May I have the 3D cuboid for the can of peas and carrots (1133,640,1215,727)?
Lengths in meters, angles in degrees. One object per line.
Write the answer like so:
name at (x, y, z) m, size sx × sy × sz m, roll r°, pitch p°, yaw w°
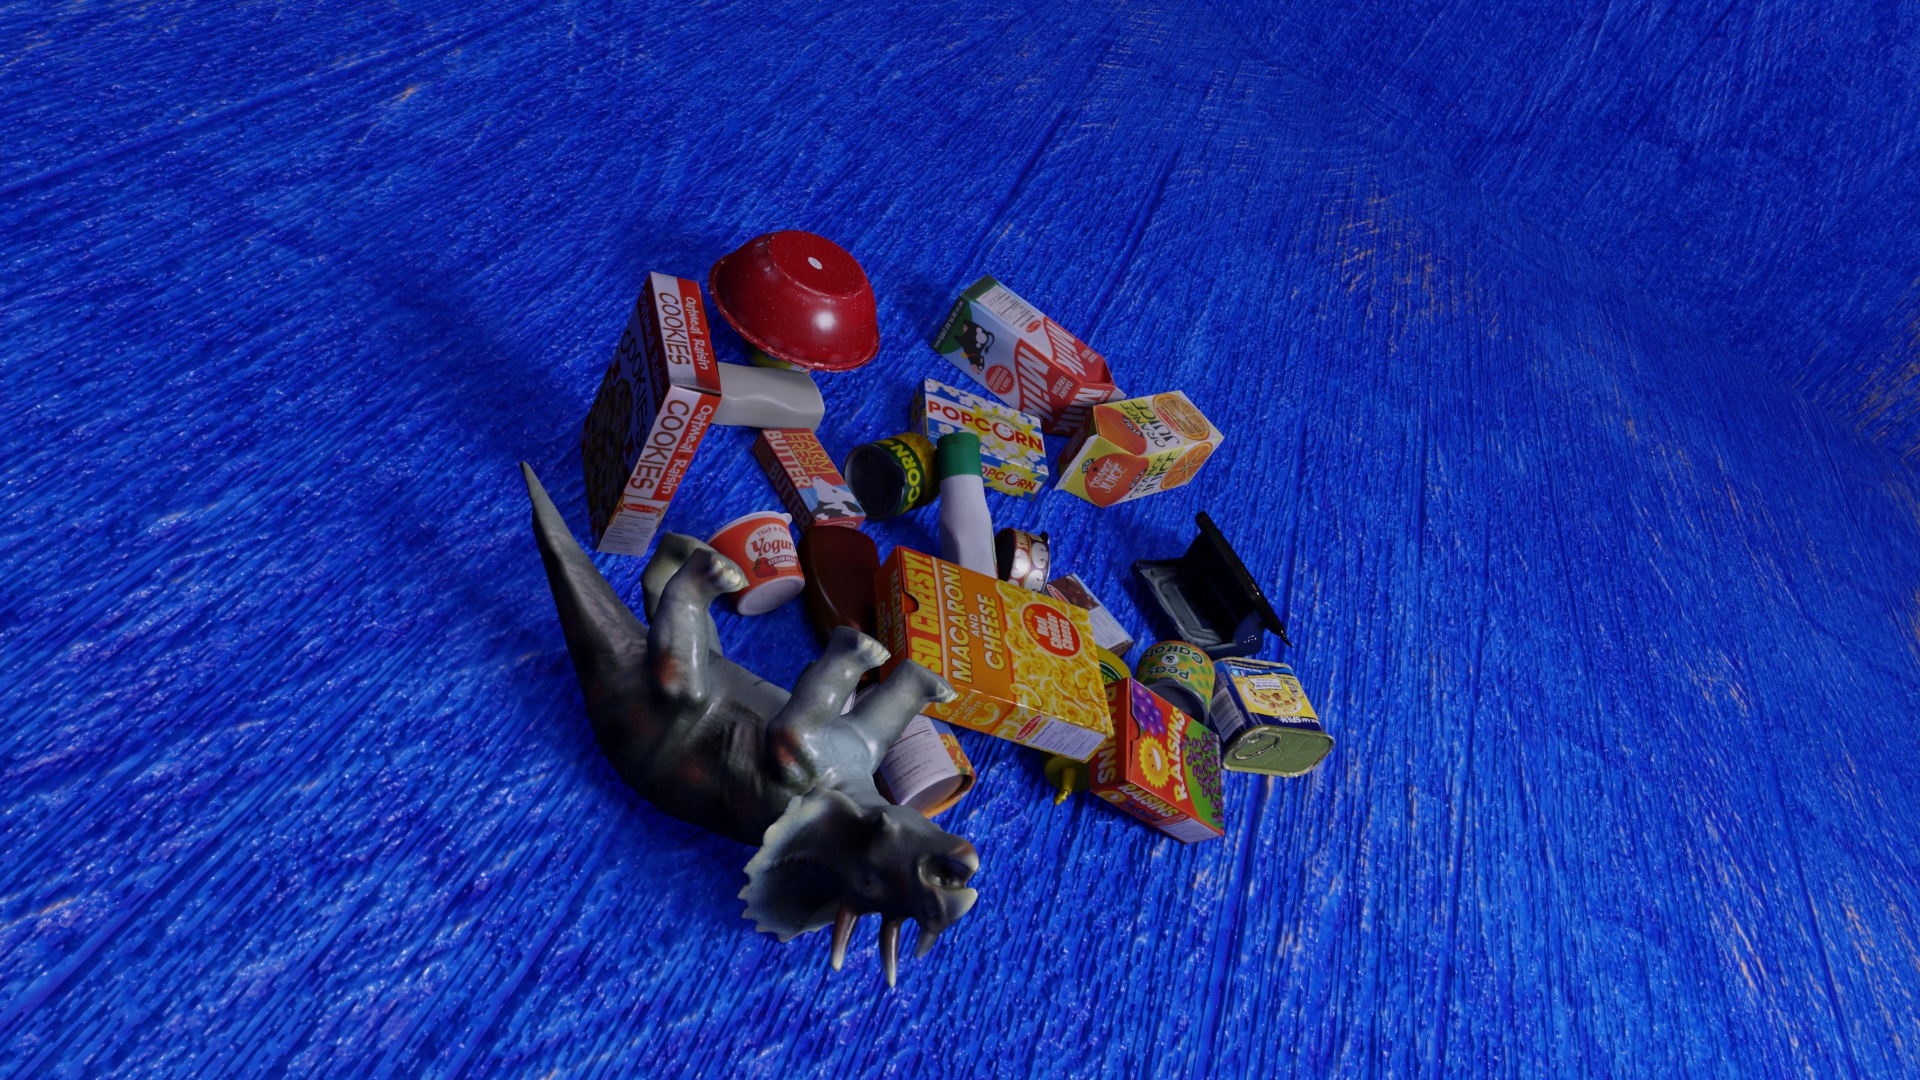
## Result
can of peas and carrots at (0.173, 0.123, 1.139) m, size 0.071 × 0.070 × 0.059 m, roll 31°, pitch 36°, yaw -4°

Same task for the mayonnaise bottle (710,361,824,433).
mayonnaise bottle at (-0.191, -0.122, 1.165) m, size 0.148 × 0.041 × 0.065 m, roll 3°, pitch 41°, yaw -33°

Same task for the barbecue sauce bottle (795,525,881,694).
barbecue sauce bottle at (-0.084, 0.056, 1.043) m, size 0.065 × 0.043 × 0.149 m, roll 11°, pitch 43°, yaw -27°

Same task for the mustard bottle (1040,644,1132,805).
mustard bottle at (0.093, 0.146, 1.070) m, size 0.065 × 0.048 × 0.161 m, roll 31°, pitch 36°, yaw -7°

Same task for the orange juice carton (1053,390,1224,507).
orange juice carton at (0.168, -0.090, 1.372) m, size 0.193 × 0.071 × 0.073 m, roll -15°, pitch 58°, yaw -46°

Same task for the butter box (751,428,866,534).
butter box at (-0.126, -0.049, 1.145) m, size 0.053 × 0.024 × 0.104 m, roll -7°, pitch 53°, yaw -42°

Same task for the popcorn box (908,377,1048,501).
popcorn box at (0.016, -0.094, 1.290) m, size 0.127 × 0.038 × 0.085 m, roll 18°, pitch 39°, yaw -20°

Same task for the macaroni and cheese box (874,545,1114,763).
macaroni and cheese box at (0.023, 0.080, 0.993) m, size 0.166 × 0.040 × 0.124 m, roll 20°, pitch 38°, yaw -24°

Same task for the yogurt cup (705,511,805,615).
yogurt cup at (-0.149, 0.019, 1.020) m, size 0.072 × 0.072 × 0.054 m, roll -8°, pitch 61°, yaw -42°

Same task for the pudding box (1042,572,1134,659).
pudding box at (0.102, 0.070, 1.178) m, size 0.050 × 0.030 × 0.084 m, roll -19°, pitch 61°, yaw -46°

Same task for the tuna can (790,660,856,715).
tuna can at (-0.099, 0.117, 0.947) m, size 0.033 × 0.070 × 0.071 m, roll 23°, pitch 38°, yaw -14°

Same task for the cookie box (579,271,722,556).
cookie box at (-0.224, -0.089, 0.996) m, size 0.040 × 0.166 × 0.123 m, roll 9°, pitch 43°, yaw -31°

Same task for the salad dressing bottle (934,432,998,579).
salad dressing bottle at (0.004, -0.014, 1.137) m, size 0.044 × 0.064 × 0.148 m, roll -3°, pitch 75°, yaw -10°

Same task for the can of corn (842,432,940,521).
can of corn at (-0.054, -0.055, 1.167) m, size 0.071 × 0.070 × 0.058 m, roll 47°, pitch 38°, yaw 17°

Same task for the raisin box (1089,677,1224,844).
raisin box at (0.149, 0.168, 1.048) m, size 0.123 × 0.040 × 0.086 m, roll 34°, pitch 47°, yaw -36°

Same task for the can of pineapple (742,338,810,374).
can of pineapple at (-0.157, -0.186, 1.247) m, size 0.071 × 0.057 × 0.071 m, roll 20°, pitch 39°, yaw -17°

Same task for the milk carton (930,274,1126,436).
milk carton at (0.073, -0.177, 1.399) m, size 0.191 × 0.072 × 0.074 m, roll 36°, pitch 37°, yaw 5°

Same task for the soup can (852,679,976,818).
soup can at (-0.036, 0.146, 0.963) m, size 0.071 × 0.071 × 0.084 m, roll -5°, pitch 52°, yaw -40°

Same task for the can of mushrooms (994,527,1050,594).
can of mushrooms at (0.046, 0.021, 1.157) m, size 0.033 × 0.070 × 0.071 m, roll 16°, pitch 40°, yaw -20°
